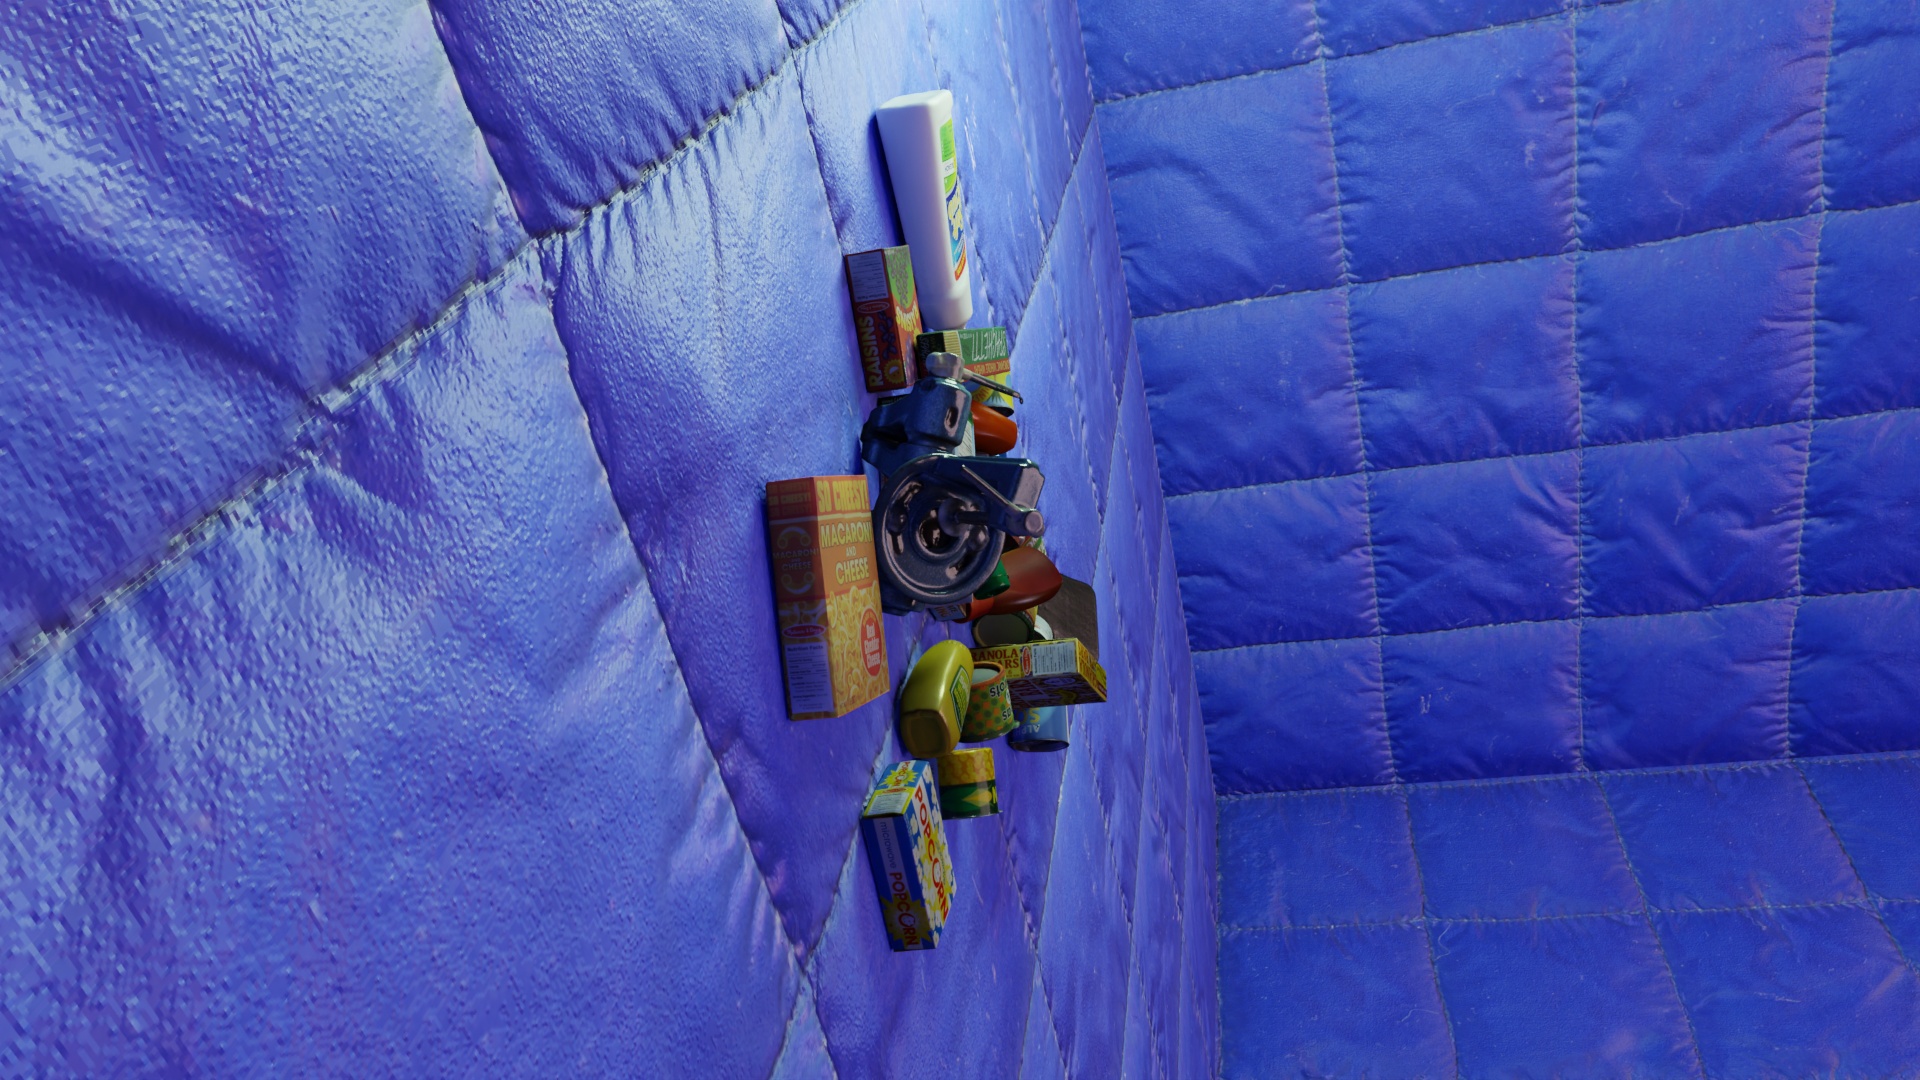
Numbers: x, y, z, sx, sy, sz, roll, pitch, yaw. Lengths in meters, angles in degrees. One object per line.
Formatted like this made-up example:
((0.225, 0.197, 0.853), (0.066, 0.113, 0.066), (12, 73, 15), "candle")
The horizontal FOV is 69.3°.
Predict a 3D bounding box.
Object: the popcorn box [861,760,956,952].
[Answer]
((-0.040, 0.253, 1.121), (0.085, 0.038, 0.126), (-61, 142, -67), "popcorn box")

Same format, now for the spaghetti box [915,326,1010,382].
((0.007, -0.181, 1.350), (0.251, 0.028, 0.050), (-33, 117, -72), "spaghetti box")

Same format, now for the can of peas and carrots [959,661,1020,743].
((0.017, 0.154, 1.325), (0.071, 0.071, 0.058), (-53, 134, -70), "can of peas and carrots")

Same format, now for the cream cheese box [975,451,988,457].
((0.015, -0.036, 1.463), (0.053, 0.024, 0.104), (106, -14, -62), "cream cheese box")

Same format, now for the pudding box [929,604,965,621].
((-0.019, 0.037, 1.320), (0.083, 0.030, 0.050), (60, 26, -57), "pudding box")

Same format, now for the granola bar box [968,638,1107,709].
((0.079, 0.143, 1.464), (0.165, 0.124, 0.039), (47, 38, -67), "granola bar box")

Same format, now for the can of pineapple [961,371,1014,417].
((0.023, -0.164, 1.505), (0.071, 0.071, 0.058), (29, 55, -73), "can of pineapple")

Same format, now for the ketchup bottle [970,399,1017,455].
((0.005, -0.122, 1.433), (0.149, 0.064, 0.043), (20, 72, -65), "ketchup bottle")

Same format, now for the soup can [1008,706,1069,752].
((0.088, 0.196, 1.597), (0.071, 0.071, 0.084), (51, 34, -65), "soup can")

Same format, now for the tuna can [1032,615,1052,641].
((0.068, 0.116, 1.559), (0.033, 0.071, 0.070), (-75, 154, -58), "tuna can")

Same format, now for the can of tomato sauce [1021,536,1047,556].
((0.064, 0.009, 1.575), (0.071, 0.071, 0.082), (-80, 159, -48), "can of tomato sauce")

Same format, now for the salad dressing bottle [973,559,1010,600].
((0.005, -0.017, 1.326), (0.064, 0.044, 0.148), (70, -2, -75), "salad dressing bottle")

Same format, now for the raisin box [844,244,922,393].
((-0.063, -0.198, 1.240), (0.086, 0.040, 0.123), (-47, 130, -73), "raisin box")

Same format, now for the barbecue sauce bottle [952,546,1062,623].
((0.041, 0.049, 1.421), (0.149, 0.065, 0.043), (-20, 148, -51), "barbecue sauce bottle")

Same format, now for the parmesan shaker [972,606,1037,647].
((0.054, 0.069, 1.509), (0.103, 0.071, 0.071), (-78, 157, -52), "parmesan shaker")

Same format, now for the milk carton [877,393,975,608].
((-0.027, -0.033, 1.240), (0.073, 0.072, 0.191), (44, 40, -68), "milk carton")

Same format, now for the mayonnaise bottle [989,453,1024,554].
((0.037, -0.052, 1.521), (0.041, 0.064, 0.149), (18, 50, -32), "mayonnaise bottle")

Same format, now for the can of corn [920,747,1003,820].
((0.001, 0.216, 1.235), (0.071, 0.071, 0.058), (21, 63, -74), "can of corn")

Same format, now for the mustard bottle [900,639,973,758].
((-0.017, 0.129, 1.249), (0.161, 0.049, 0.065), (-70, 151, -61), "mustard bottle")

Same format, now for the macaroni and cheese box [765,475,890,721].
((-0.095, 0.037, 1.006), (0.124, 0.040, 0.166), (-9, 93, -76), "macaroni and cheese box")
